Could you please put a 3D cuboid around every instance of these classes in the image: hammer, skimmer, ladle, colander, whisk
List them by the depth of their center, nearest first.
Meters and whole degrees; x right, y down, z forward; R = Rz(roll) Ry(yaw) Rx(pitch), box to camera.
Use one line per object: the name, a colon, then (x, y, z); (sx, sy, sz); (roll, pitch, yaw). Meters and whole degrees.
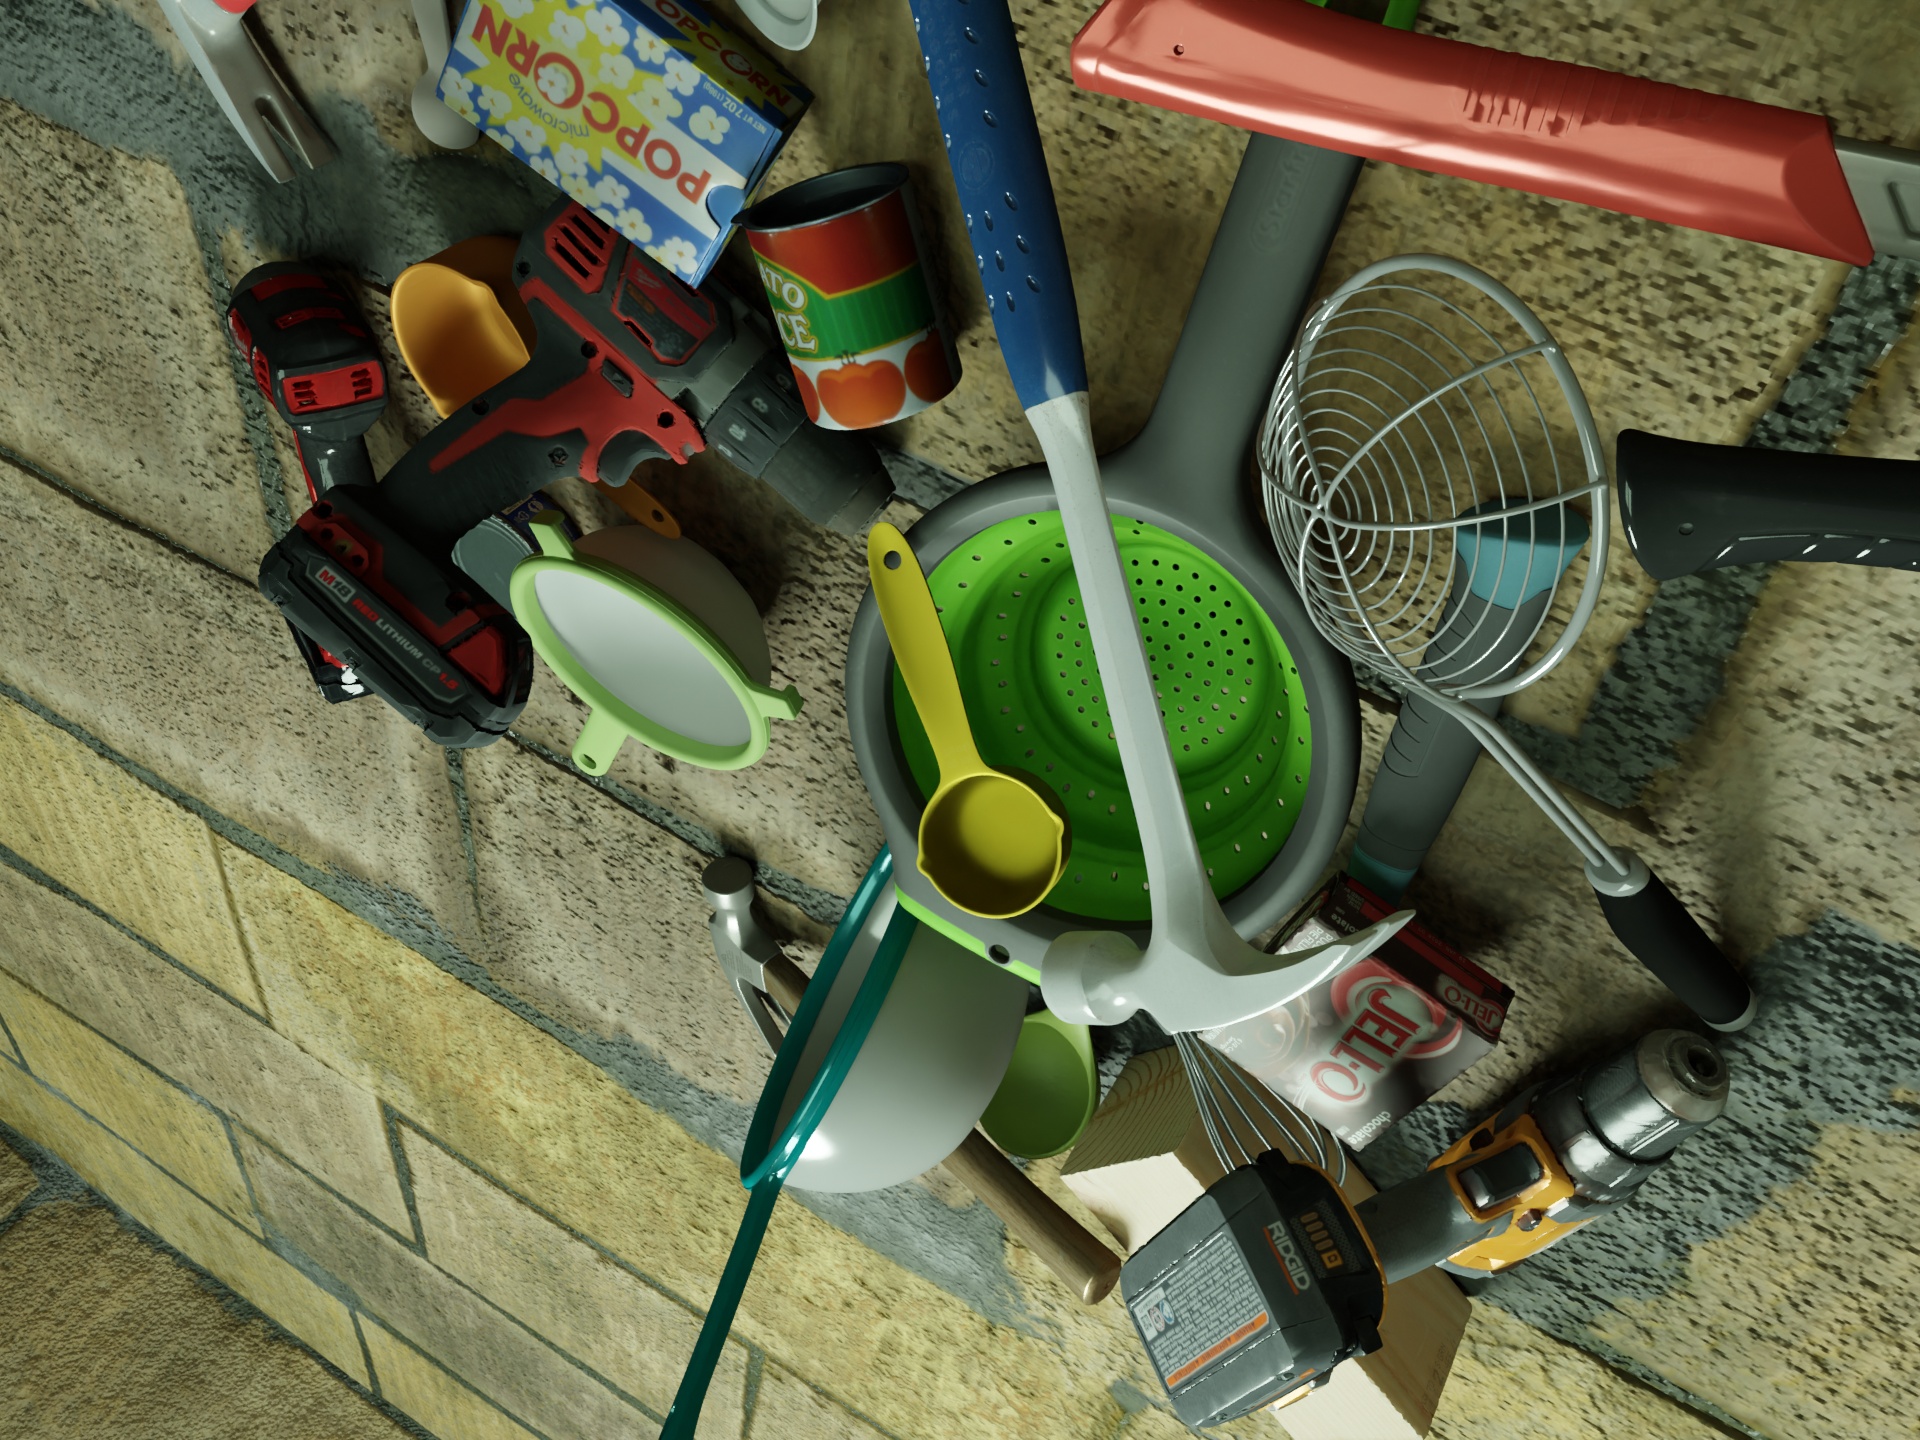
hammer: (0.344, -0.049, 0.406); (0.335, 0.035, 0.146); (8, 133, 17)
hammer: (0.204, -0.147, 0.444); (0.359, 0.037, 0.149); (18, 135, 14)
hammer: (0.039, -0.095, 0.520); (0.144, 0.035, 0.405); (-12, 93, 50)
skimmer: (0.214, 0.000, 0.534); (0.362, 0.090, 0.127); (39, 177, -36)
colander: (0.086, -0.079, 0.600); (0.204, 0.094, 0.396); (26, 120, 14)
hammer: (-0.223, -0.311, 0.600); (0.386, 0.038, 0.143); (5, 128, 48)
hammer: (0.181, 0.045, 0.664); (0.128, 0.033, 0.330); (26, 137, 18)
whisk: (0.103, 0.141, 0.753); (0.239, 0.055, 0.055); (53, 138, -6)
ladle: (0.055, 0.110, 0.804); (0.078, 0.062, 0.319); (41, 141, 33)
hammer: (-0.037, 0.212, 0.913); (0.332, 0.031, 0.130); (36, 146, 33)

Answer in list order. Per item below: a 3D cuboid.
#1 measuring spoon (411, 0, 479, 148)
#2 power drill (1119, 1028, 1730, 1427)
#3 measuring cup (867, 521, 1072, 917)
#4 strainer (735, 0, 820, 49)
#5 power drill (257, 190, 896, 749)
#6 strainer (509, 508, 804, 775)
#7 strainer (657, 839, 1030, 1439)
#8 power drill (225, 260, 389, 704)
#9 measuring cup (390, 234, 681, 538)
measuring spoon: (-0.228, -0.292, 0.671); (0.034, 0.018, 0.124); (33, 151, 13)
power drill: (0.199, 0.202, 0.663); (0.084, 0.226, 0.185); (64, 148, 27)
measuring cup: (-0.001, -0.002, 0.608); (0.062, 0.029, 0.156); (-19, 90, 22)
strainer: (-0.047, -0.267, 0.487); (0.086, 0.050, 0.258); (62, 171, -17)
power drill: (-0.158, -0.091, 0.681); (0.188, 0.227, 0.080); (42, 178, -7)
strainer: (-0.164, -0.031, 0.845); (0.151, 0.069, 0.256); (37, 153, -6)
strainer: (-0.043, 0.201, 0.762); (0.095, 0.341, 0.211); (26, 145, -7)
power drill: (-0.337, -0.132, 0.851); (0.143, 0.078, 0.219); (46, 145, 41)
measuring cup: (-0.186, -0.156, 0.753); (0.173, 0.052, 0.095); (41, 140, -3)
